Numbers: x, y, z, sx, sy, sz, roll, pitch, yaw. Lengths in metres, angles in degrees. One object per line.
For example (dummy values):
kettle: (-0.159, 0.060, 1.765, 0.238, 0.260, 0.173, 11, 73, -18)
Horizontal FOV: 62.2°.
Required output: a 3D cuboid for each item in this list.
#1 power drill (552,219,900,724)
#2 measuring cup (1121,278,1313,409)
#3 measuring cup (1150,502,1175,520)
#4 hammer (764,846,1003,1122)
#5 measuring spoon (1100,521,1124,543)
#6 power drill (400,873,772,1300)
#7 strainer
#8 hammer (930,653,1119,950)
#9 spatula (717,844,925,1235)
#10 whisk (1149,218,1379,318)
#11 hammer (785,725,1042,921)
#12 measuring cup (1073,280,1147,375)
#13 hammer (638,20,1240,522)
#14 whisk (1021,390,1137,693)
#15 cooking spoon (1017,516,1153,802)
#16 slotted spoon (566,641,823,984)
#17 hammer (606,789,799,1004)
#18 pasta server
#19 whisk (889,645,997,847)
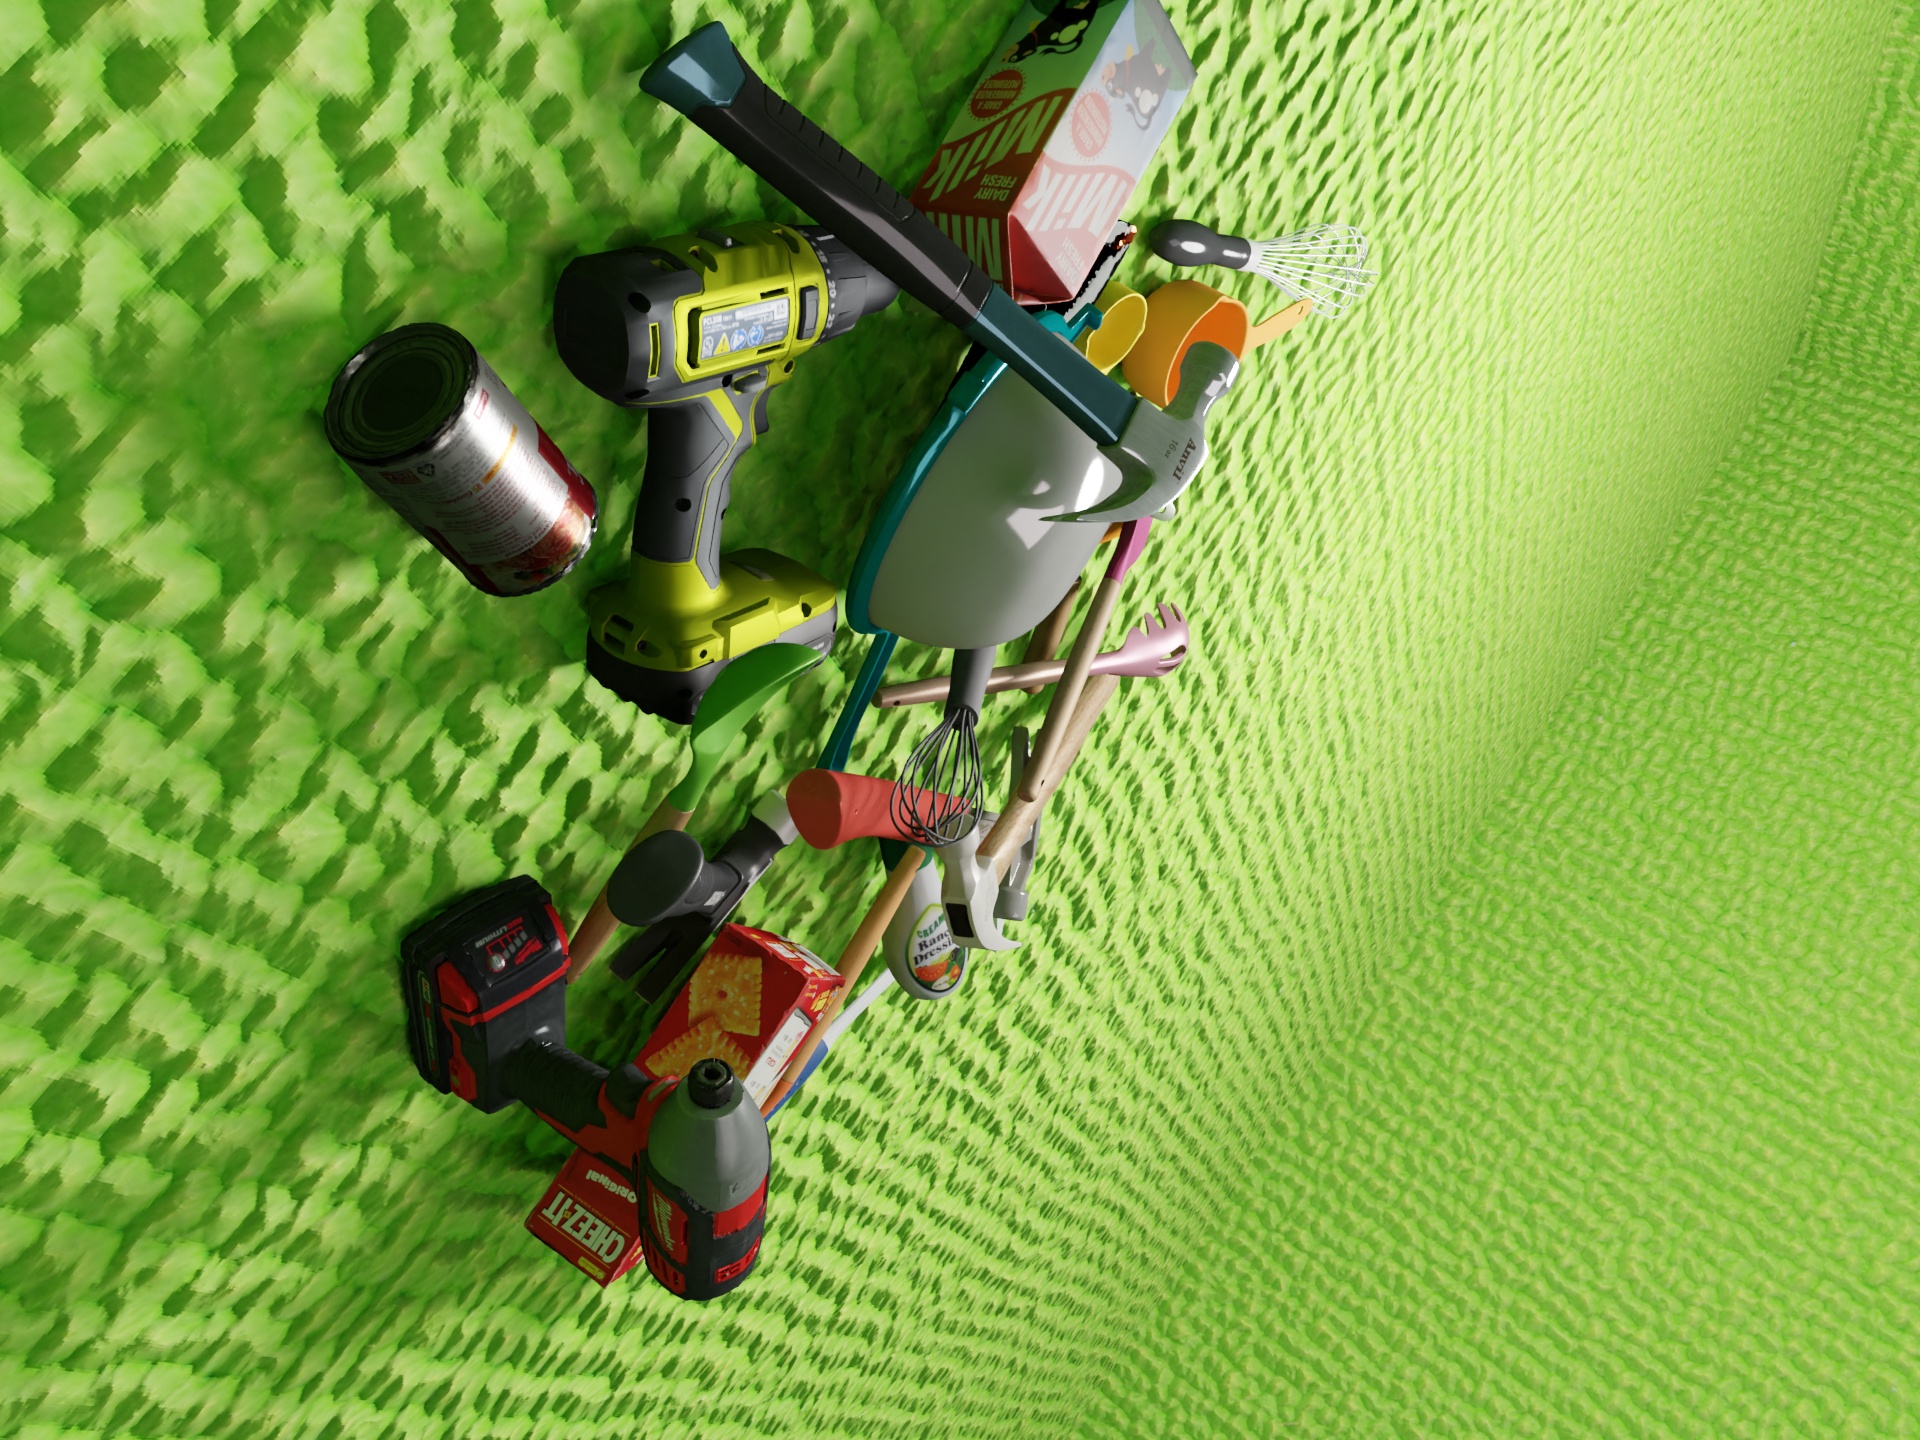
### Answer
power drill: (-0.106, -0.129, 0.778, 0.190, 0.080, 0.228, -29, 138, -44)
measuring cup: (0.180, -0.276, 1.116, 0.173, 0.052, 0.095, -32, 145, -35)
measuring cup: (0.098, -0.165, 1.045, 0.083, 0.038, 0.167, -43, 133, 18)
hammer: (-0.097, 0.241, 1.206, 0.405, 0.035, 0.144, -42, 148, -29)
measuring spoon: (0.118, -0.143, 1.201, 0.117, 0.011, 0.021, -29, 140, -44)
power drill: (-0.183, 0.180, 0.801, 0.078, 0.220, 0.143, -31, 142, -41)
strainer: (0.007, -0.069, 0.932, 0.211, 0.095, 0.340, -45, 166, -55)
hammer: (0.058, 0.047, 1.158, 0.331, 0.031, 0.130, -55, 143, -52)
spatula: (-0.103, 0.233, 1.107, 0.322, 0.041, 0.081, -60, 167, 1)
whisk: (0.218, -0.329, 1.137, 0.284, 0.070, 0.070, -11, 127, -49)
hammer: (-0.016, 0.056, 1.069, 0.358, 0.037, 0.149, 20, 76, -67)
measuring cup: (0.073, -0.219, 1.049, 0.062, 0.029, 0.156, -23, 148, -45)
hammer: (-0.003, -0.204, 0.742, 0.330, 0.033, 0.128, 32, 77, -31)
whisk: (0.083, -0.121, 1.134, 0.051, 0.047, 0.244, -6, 129, -34)
cooking spoon: (0.099, -0.078, 1.135, 0.068, 0.017, 0.319, 79, 30, -58)
slotted spoon: (-0.155, 0.056, 0.820, 0.070, 0.031, 0.313, -34, 168, -49)
hammer: (-0.144, 0.091, 0.828, 0.146, 0.035, 0.334, -49, 178, -7)
pasta server: (0.060, -0.040, 1.147, 0.316, 0.040, 0.060, -10, 136, -40)
whisk: (-0.003, -0.003, 1.010, 0.239, 0.055, 0.055, -77, 176, -52)
